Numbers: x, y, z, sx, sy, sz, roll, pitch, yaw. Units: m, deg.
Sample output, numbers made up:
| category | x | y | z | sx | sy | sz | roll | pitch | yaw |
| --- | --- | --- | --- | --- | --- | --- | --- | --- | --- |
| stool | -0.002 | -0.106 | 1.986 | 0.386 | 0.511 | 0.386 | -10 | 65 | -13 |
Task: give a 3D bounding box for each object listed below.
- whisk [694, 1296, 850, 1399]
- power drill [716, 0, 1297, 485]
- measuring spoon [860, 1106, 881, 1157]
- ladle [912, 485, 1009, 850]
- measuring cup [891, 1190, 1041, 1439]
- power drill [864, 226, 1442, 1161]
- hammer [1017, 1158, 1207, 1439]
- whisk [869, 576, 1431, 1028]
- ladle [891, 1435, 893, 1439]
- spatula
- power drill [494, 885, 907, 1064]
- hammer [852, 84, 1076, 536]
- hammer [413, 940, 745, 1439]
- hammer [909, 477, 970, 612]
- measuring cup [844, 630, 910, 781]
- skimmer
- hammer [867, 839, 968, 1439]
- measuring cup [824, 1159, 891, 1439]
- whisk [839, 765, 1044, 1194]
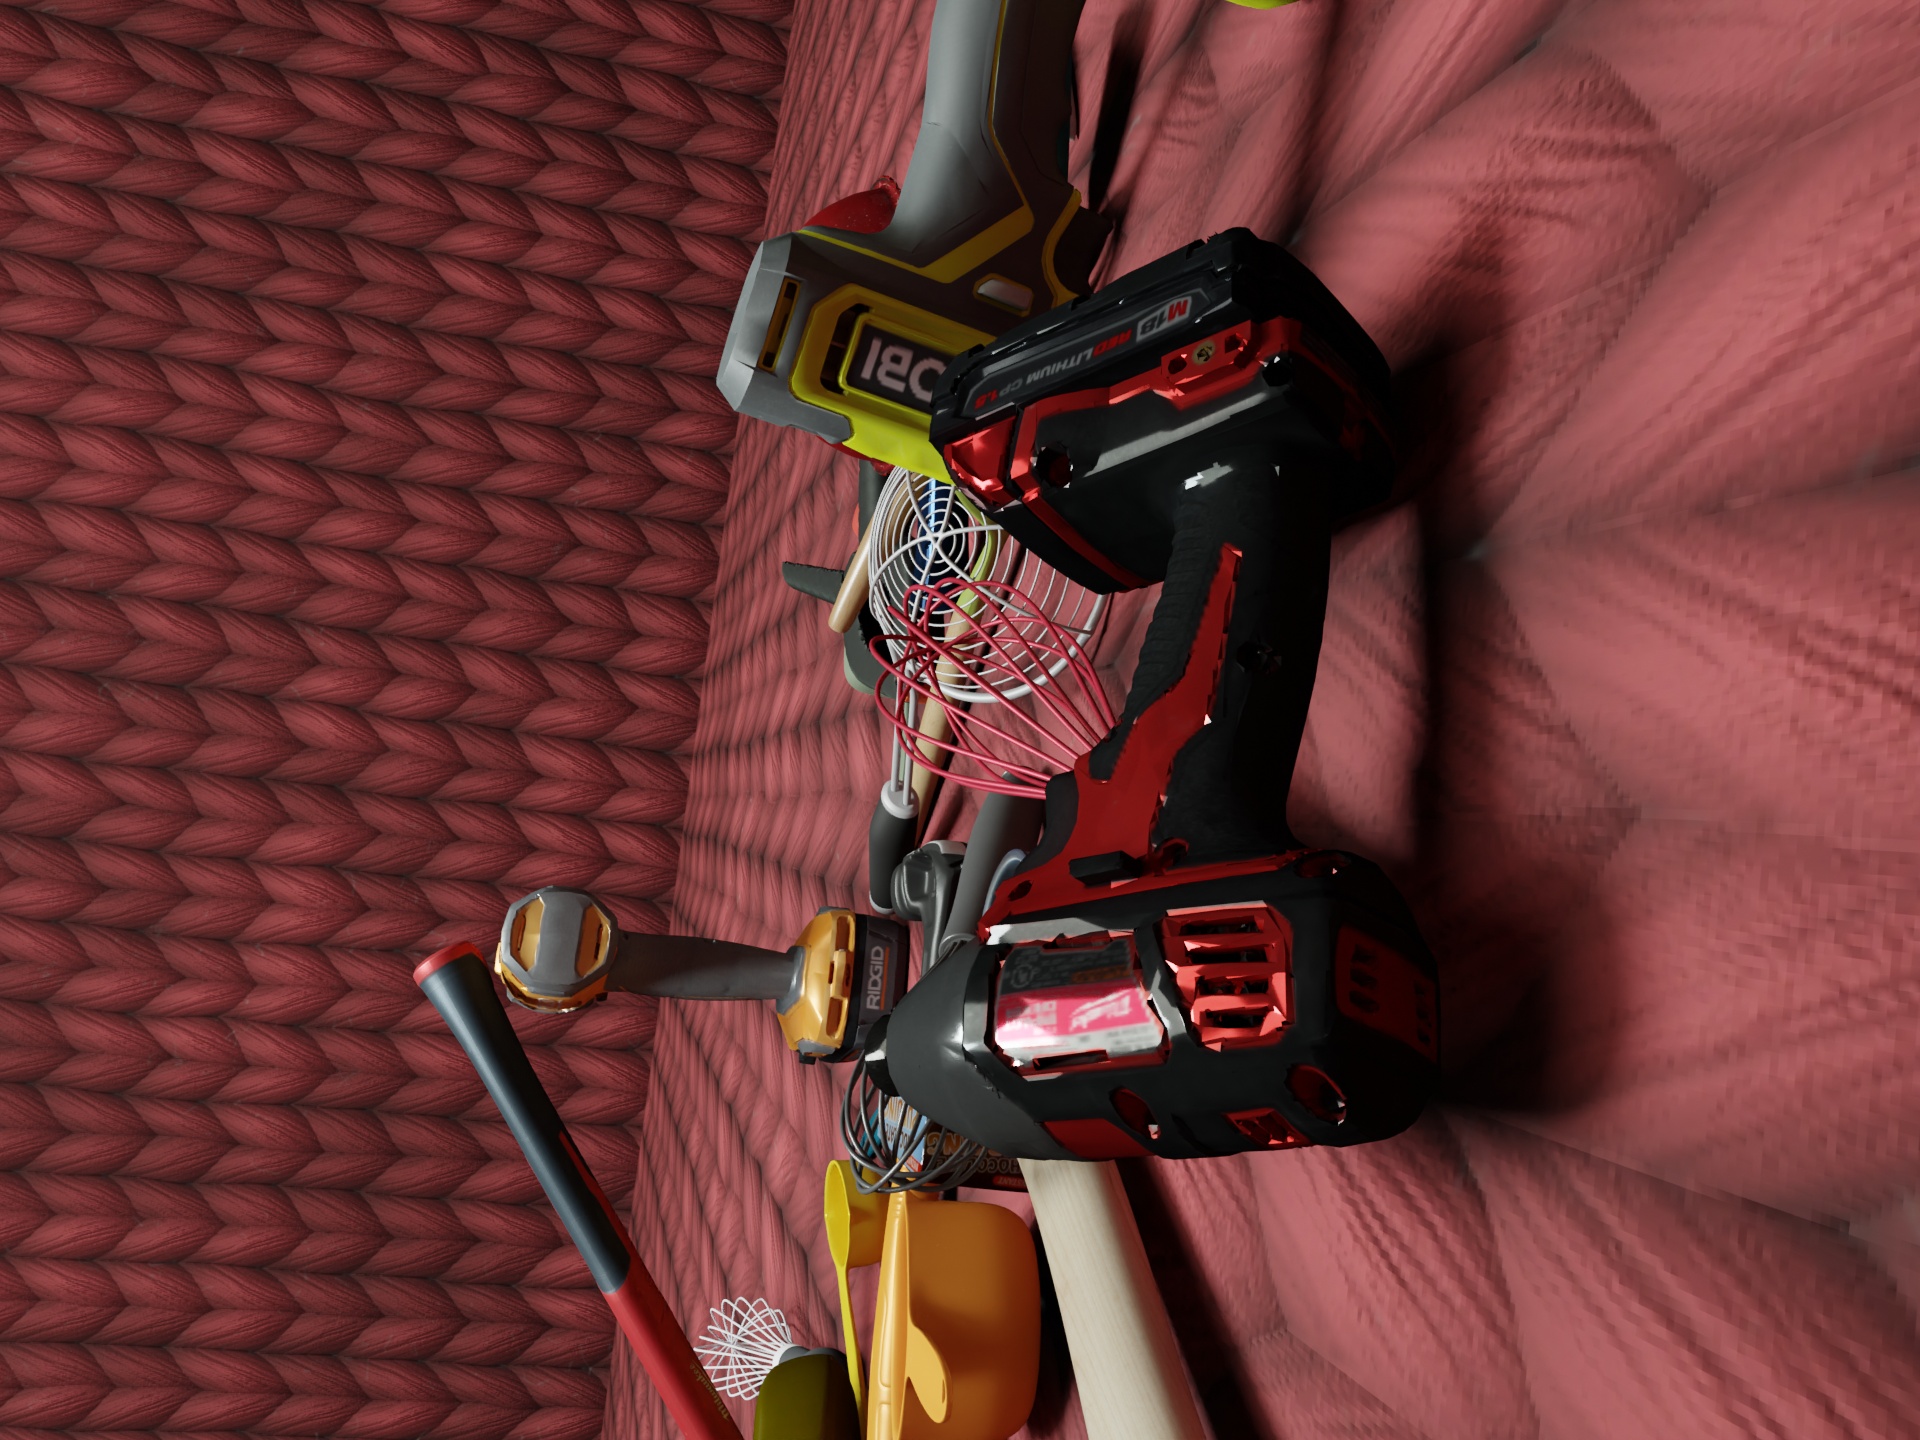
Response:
| category | x | y | z | sx | sy | sz | roll | pitch | yaw |
| --- | --- | --- | --- | --- | --- | --- | --- | --- | --- |
| whisk | -0.111 | 0.396 | 0.988 | 0.284 | 0.070 | 0.070 | 142 | 135 | -63 |
| power drill | 0.037 | -0.180 | 0.506 | 0.080 | 0.171 | 0.223 | -131 | 59 | -72 |
| measuring spoon | -0.047 | 0.213 | 0.885 | 0.128 | 0.021 | 0.042 | 115 | 159 | -46 |
| ladle | -0.013 | -0.040 | 0.827 | 0.078 | 0.062 | 0.320 | -64 | -7 | -49 |
| measuring cup | 0.007 | 0.219 | 0.560 | 0.173 | 0.052 | 0.095 | 126 | 146 | -77 |
| power drill | 0.042 | 0.000 | 0.400 | 0.143 | 0.078 | 0.220 | -17 | 56 | 38 |
| hammer | 0.049 | 0.169 | 0.473 | 0.411 | 0.038 | 0.146 | -110 | 42 | -67 |
| whisk | 0.042 | 0.016 | 0.487 | 0.296 | 0.073 | 0.073 | 38 | 121 | 58 |
| ladle | 0.029 | 0.285 | 0.529 | 0.315 | 0.031 | 0.069 | 143 | 129 | -68 |
| spatula | -0.007 | -0.179 | 0.779 | 0.317 | 0.044 | 0.082 | -62 | -3 | 26 |
| power drill | -0.161 | 0.153 | 0.948 | 0.185 | 0.226 | 0.084 | 134 | 143 | -67 |
| hammer | -0.007 | -0.237 | 0.954 | 0.358 | 0.036 | 0.149 | 113 | 160 | -45 |
| hammer | -0.185 | 0.287 | 0.829 | 0.386 | 0.038 | 0.143 | 57 | -178 | 9 |
| hammer | -0.006 | -0.259 | 0.827 | 0.144 | 0.035 | 0.405 | -153 | 62 | -67 |
| measuring cup | -0.051 | -0.020 | 1.000 | 0.083 | 0.038 | 0.168 | 112 | 162 | -45 |
| skimmer | -0.001 | -0.003 | 0.786 | 0.127 | 0.090 | 0.363 | 55 | 158 | 24 |
| hammer | -0.019 | 0.224 | 0.743 | 0.127 | 0.034 | 0.337 | 139 | 137 | -71 |
| measuring cup | -0.047 | 0.313 | 0.847 | 0.062 | 0.029 | 0.157 | 135 | 129 | -66 |
| whisk | 0.004 | 0.086 | 0.604 | 0.239 | 0.055 | 0.055 | -69 | -3 | -55 |
